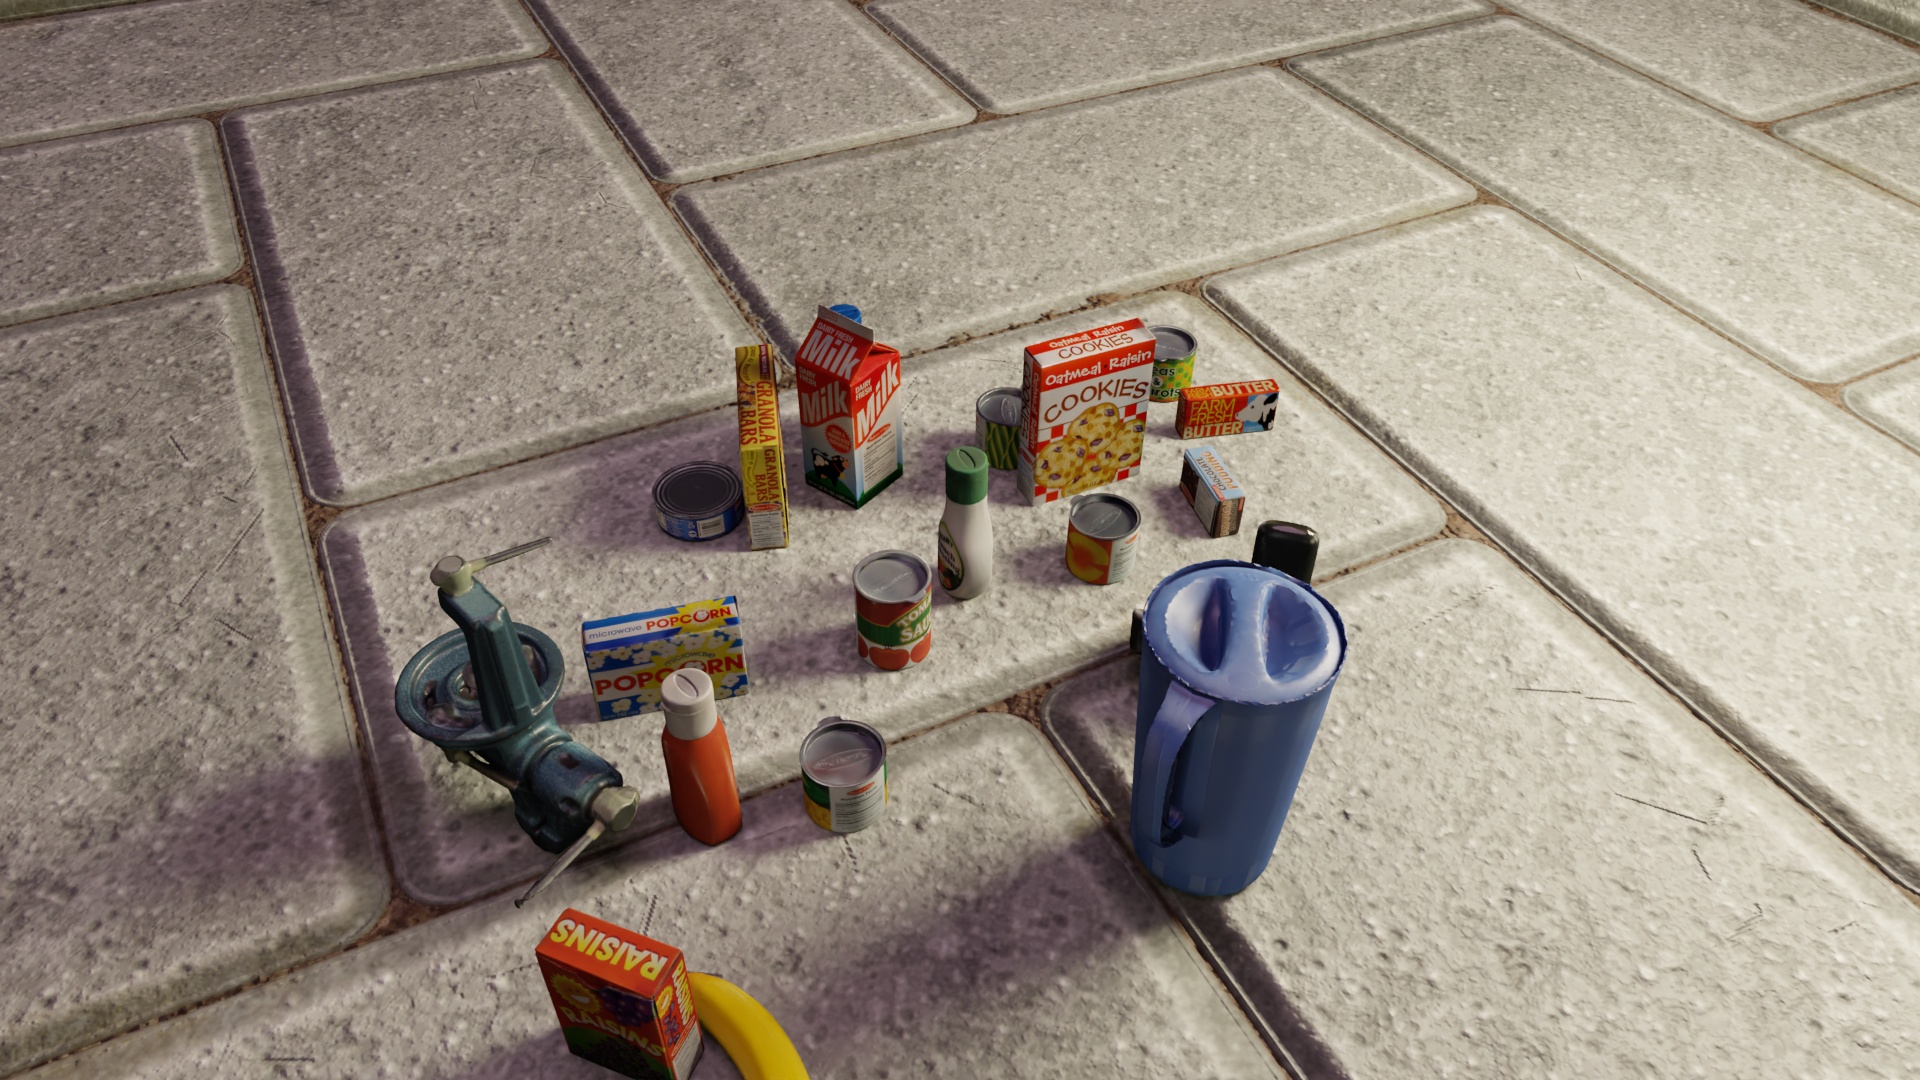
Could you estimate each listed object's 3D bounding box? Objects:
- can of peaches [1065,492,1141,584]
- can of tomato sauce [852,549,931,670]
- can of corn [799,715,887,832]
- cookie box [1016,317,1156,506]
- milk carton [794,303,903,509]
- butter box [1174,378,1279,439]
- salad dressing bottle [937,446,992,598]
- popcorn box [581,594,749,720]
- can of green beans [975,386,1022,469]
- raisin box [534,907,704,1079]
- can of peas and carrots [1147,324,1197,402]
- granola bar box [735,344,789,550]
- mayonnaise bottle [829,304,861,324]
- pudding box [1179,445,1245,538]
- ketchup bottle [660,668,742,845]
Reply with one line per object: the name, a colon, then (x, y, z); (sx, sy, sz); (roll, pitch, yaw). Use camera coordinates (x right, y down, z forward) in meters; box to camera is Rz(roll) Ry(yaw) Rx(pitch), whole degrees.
can of peaches: (0.129, -0.003, 1.283); (0.071, 0.057, 0.071); (1, 41, 0)
can of tomato sauce: (-0.056, 0.061, 1.188); (0.071, 0.082, 0.071); (1, 41, 0)
can of corn: (-0.090, 0.180, 1.071); (0.071, 0.058, 0.071); (1, 41, 0)
cookie box: (0.119, -0.123, 1.338); (0.123, 0.166, 0.040); (-17, 44, -19)
milk carton: (-0.105, -0.132, 1.326); (0.072, 0.189, 0.074); (28, 48, 27)
butter box: (0.277, -0.136, 1.442); (0.104, 0.052, 0.024); (-6, 42, -8)
salad dressing bottle: (0.004, -0.015, 1.228); (0.044, 0.146, 0.064); (-17, 44, -19)
popcorn box: (-0.241, 0.097, 1.142); (0.127, 0.084, 0.038); (-10, 42, -12)
can of green beans: (0.048, -0.113, 1.408); (0.071, 0.057, 0.071); (1, 41, 0)
raisin box: (-0.216, 0.296, 0.887); (0.086, 0.122, 0.040); (16, 43, 16)
can of peas and carrots: (0.218, -0.189, 1.497); (0.071, 0.058, 0.071); (1, 41, 0)
granola bar box: (-0.189, -0.091, 1.327); (0.039, 0.123, 0.166); (-5, 42, -7)
mayonnaise bottle: (-0.115, -0.165, 1.395); (0.065, 0.147, 0.041); (-15, 44, -17)
pudding box: (0.243, -0.048, 1.344); (0.030, 0.049, 0.084); (-10, 43, -13)
ketchup bottle: (-0.195, 0.158, 1.025); (0.044, 0.148, 0.065); (-30, 50, -30)
